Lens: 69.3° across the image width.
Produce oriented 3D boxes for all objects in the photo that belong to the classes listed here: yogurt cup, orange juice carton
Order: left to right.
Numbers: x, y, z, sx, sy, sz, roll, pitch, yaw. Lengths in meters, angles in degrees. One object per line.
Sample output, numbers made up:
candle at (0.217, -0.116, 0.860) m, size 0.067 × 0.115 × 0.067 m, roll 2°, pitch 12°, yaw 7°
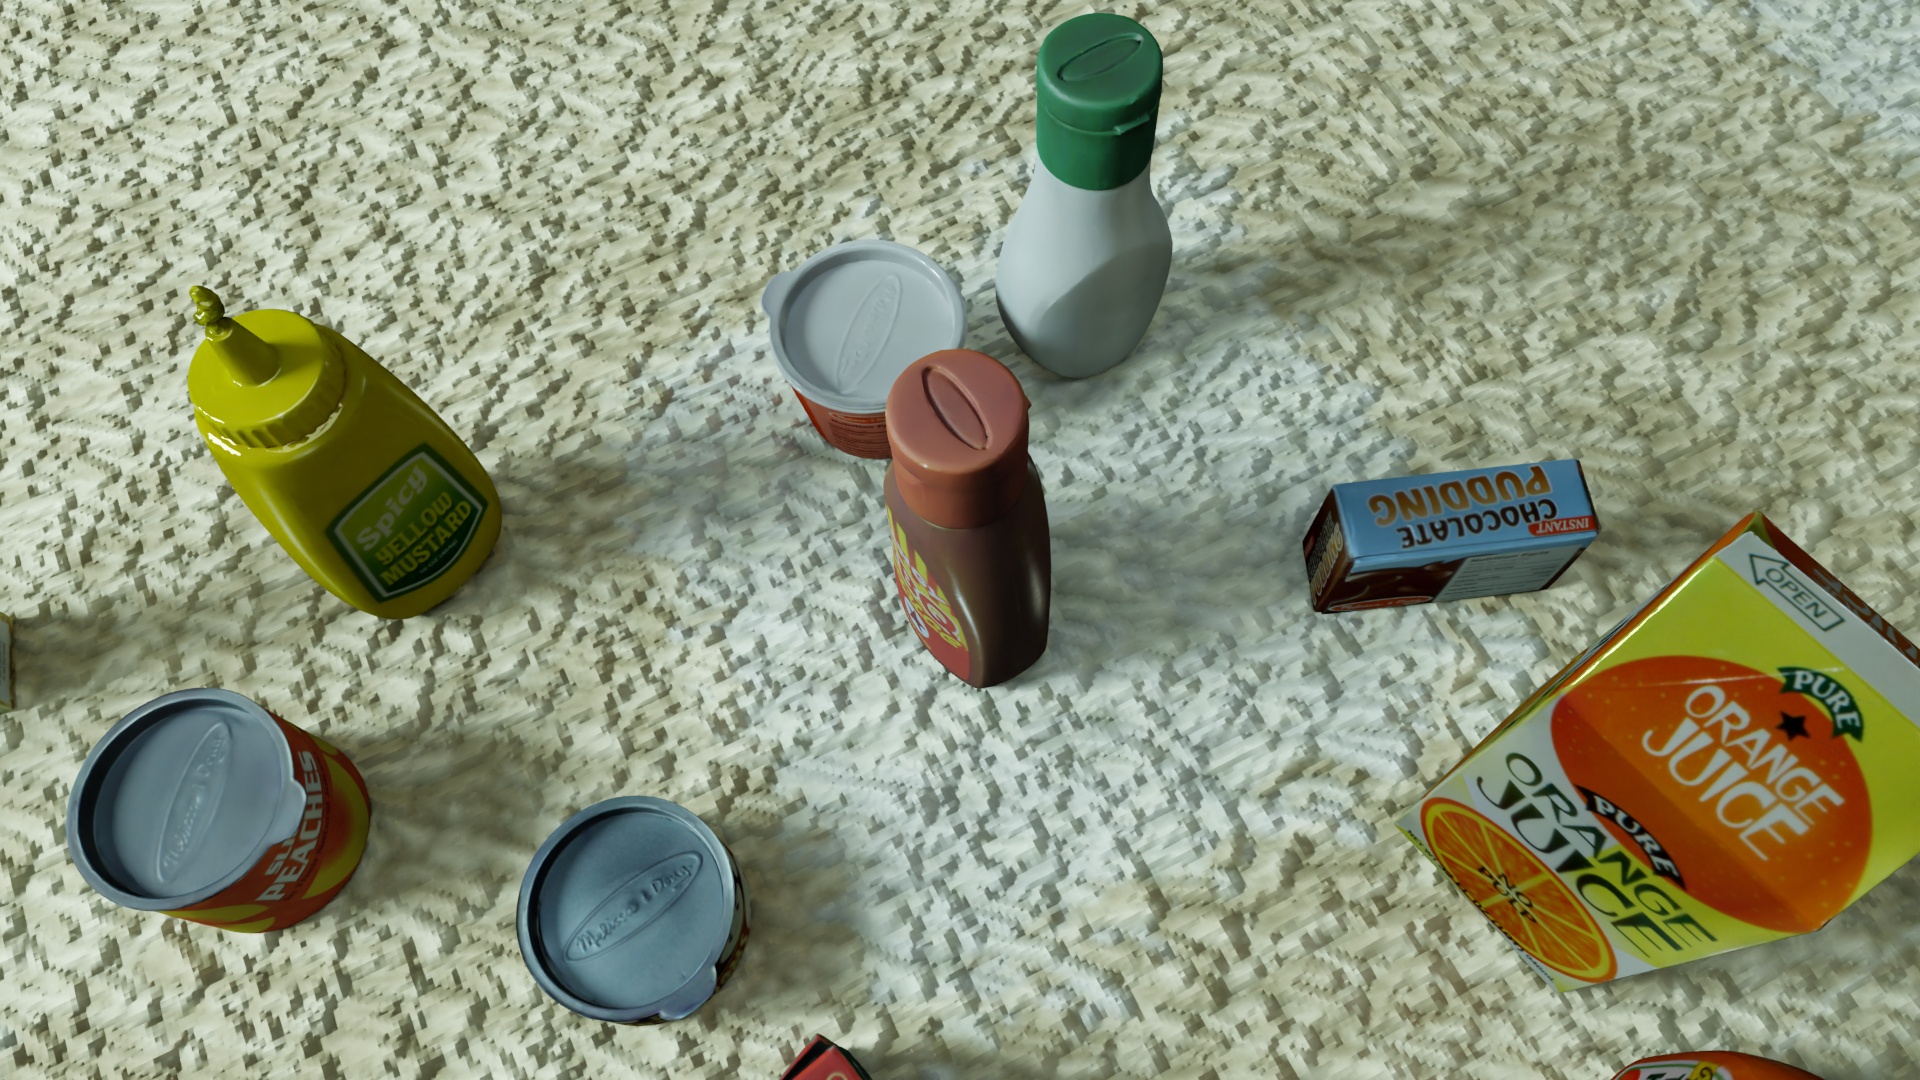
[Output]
yogurt cup at (-0.031, -0.064, 0.495) m, size 0.072 × 0.053 × 0.072 m, roll -1°, pitch 67°, yaw 1°
orange juice carton at (0.187, 0.059, 0.361) m, size 0.073 × 0.192 × 0.072 m, roll -38°, pitch 71°, yaw -13°

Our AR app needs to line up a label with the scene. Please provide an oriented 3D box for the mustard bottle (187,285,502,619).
mustard bottle at (-0.193, -0.027, 0.425) m, size 0.049 × 0.159 × 0.065 m, roll 37°, pitch 73°, yaw 15°

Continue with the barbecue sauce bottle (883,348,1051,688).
barbecue sauce bottle at (0.001, -0.005, 0.417) m, size 0.044 × 0.148 × 0.065 m, roll -30°, pitch 69°, yaw -10°

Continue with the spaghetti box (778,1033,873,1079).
spaghetti box at (0.034, 0.238, 0.364) m, size 0.029 × 0.050 × 0.250 m, roll -39°, pitch 71°, yaw -14°

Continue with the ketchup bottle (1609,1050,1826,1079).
ketchup bottle at (0.199, 0.157, 0.342) m, size 0.043 × 0.148 × 0.065 m, roll 31°, pitch 71°, yaw 14°

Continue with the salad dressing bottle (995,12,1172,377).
salad dressing bottle at (0.043, -0.109, 0.462) m, size 0.064 × 0.147 × 0.044 m, roll -28°, pitch 69°, yaw -10°

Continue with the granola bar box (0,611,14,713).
granola bar box at (-0.410, 0.039, 0.422) m, size 0.166 × 0.123 × 0.039 m, roll -15°, pitch 67°, yaw -5°

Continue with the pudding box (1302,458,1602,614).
pudding box at (0.162, 0.000, 0.465) m, size 0.084 × 0.049 × 0.030 m, roll -7°, pitch 67°, yaw -1°

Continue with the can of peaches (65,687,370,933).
can of peaches at (-0.225, 0.086, 0.432) m, size 0.071 × 0.058 × 0.071 m, roll -1°, pitch 67°, yaw 1°

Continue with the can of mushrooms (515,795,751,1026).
can of mushrooms at (-0.098, 0.117, 0.429) m, size 0.071 × 0.033 × 0.071 m, roll 0°, pitch 67°, yaw 1°
